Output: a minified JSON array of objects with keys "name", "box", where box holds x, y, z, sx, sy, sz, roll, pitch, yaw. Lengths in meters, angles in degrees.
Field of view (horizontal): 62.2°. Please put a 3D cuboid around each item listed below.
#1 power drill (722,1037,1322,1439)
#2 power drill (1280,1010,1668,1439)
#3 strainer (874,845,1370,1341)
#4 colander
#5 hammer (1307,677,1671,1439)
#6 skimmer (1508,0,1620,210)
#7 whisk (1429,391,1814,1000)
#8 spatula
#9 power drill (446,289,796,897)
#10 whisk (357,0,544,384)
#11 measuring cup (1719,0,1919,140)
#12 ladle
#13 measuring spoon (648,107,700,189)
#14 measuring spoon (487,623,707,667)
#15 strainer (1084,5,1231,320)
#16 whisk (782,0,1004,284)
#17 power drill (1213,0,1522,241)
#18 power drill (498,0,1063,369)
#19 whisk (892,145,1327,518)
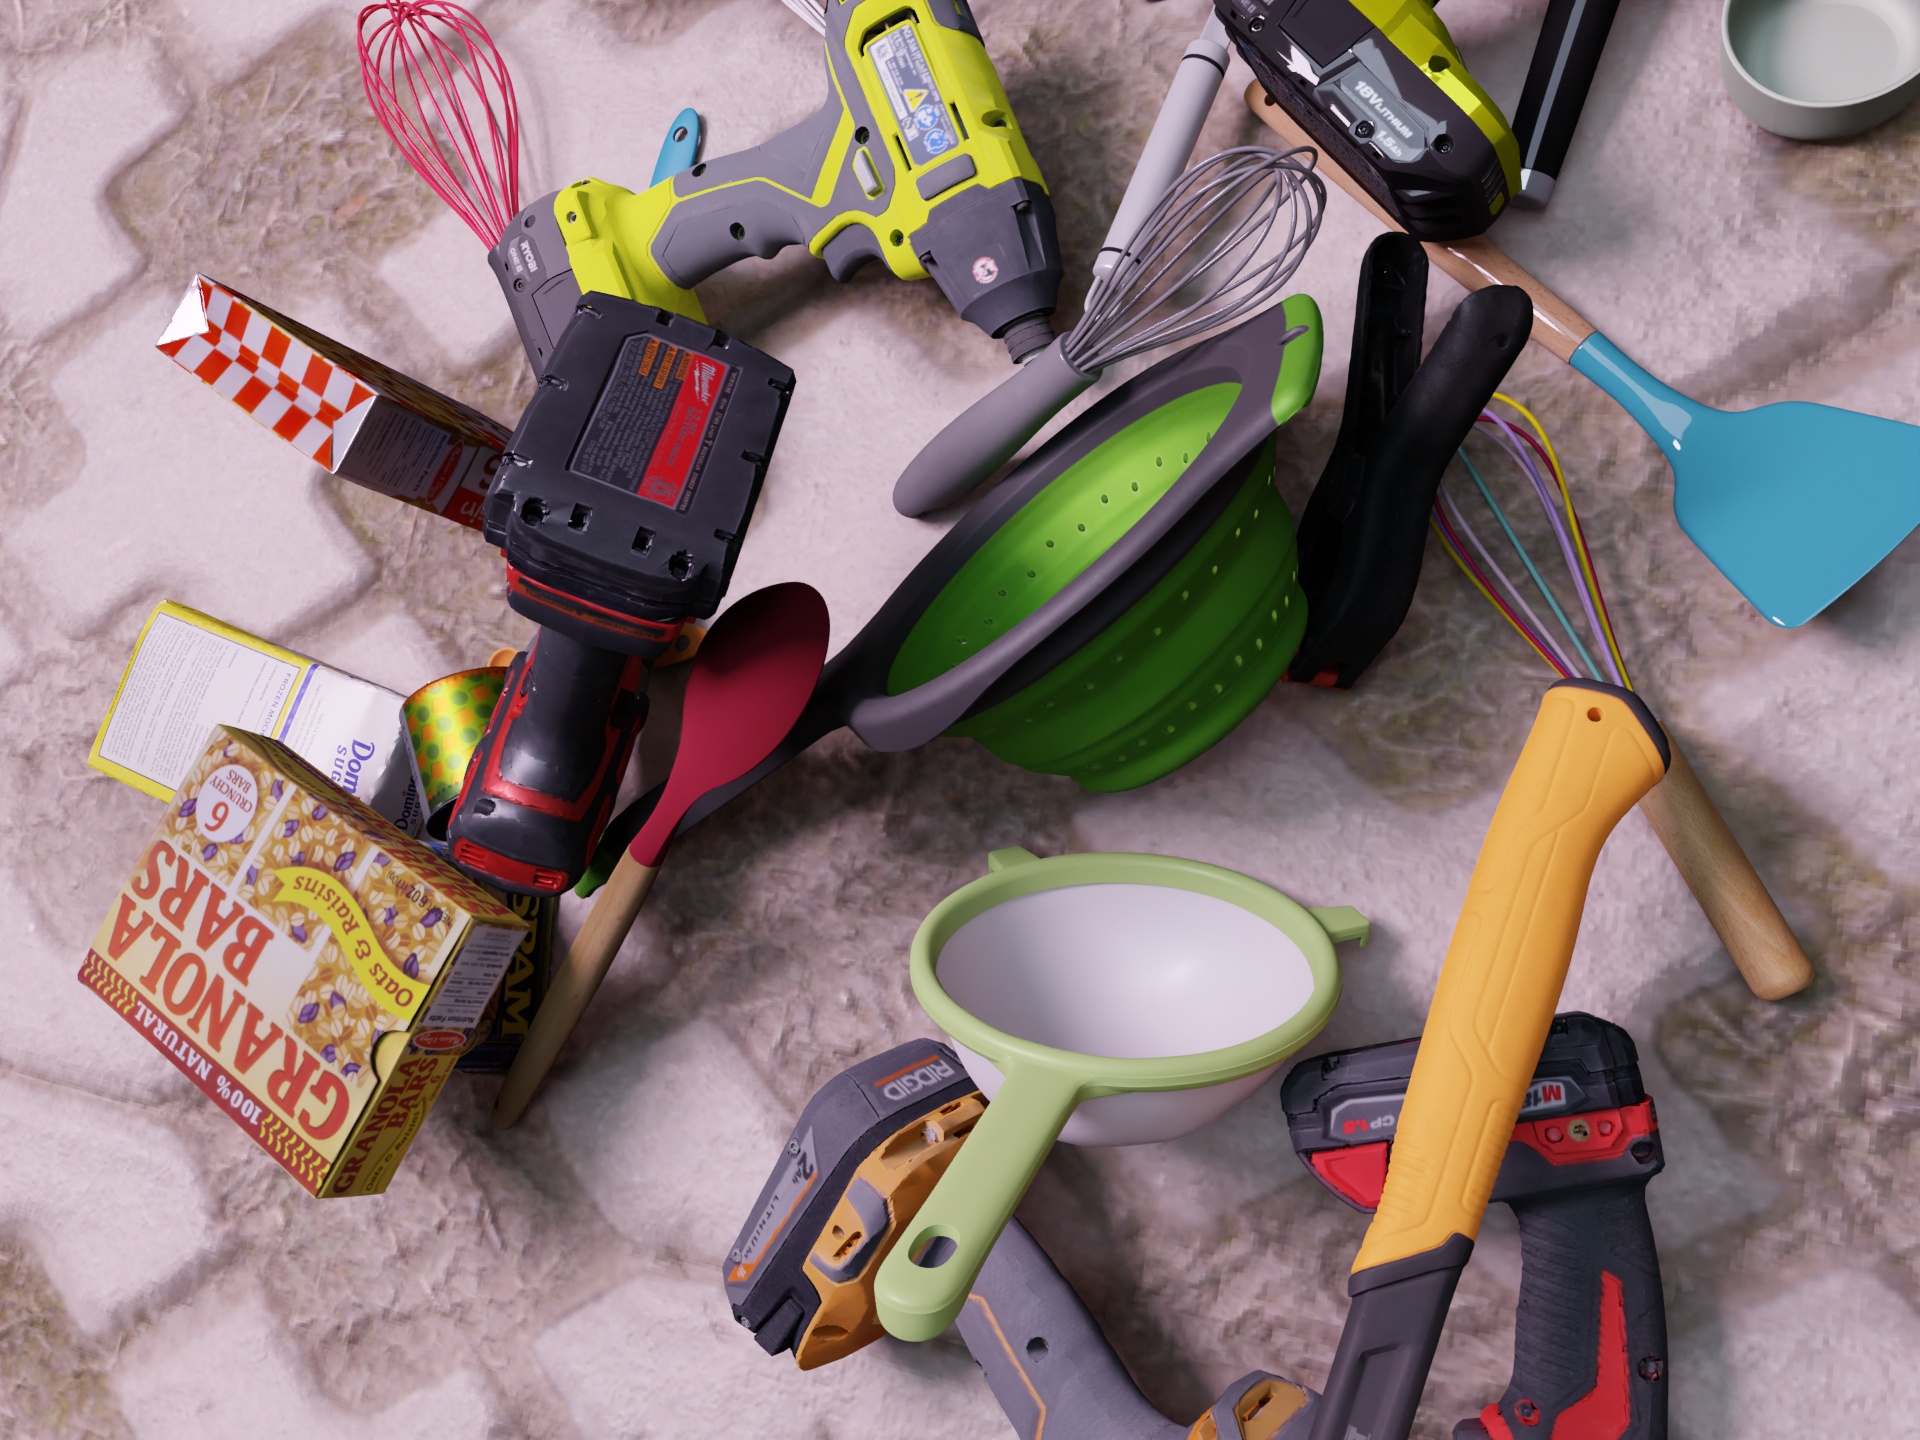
[{"name":"power drill","box":[0.016,0.249,0.559,0.226,0.084,0.185,41,119,26]},{"name":"power drill","box":[0.179,0.214,0.522,0.143,0.078,0.220,-15,77,18]},{"name":"strainer","box":[0.037,0.129,0.526,0.151,0.256,0.069,8,115,22]},{"name":"colander","box":[-0.001,-0.002,0.626,0.397,0.205,0.094,-34,109,29]},{"name":"hammer","box":[0.133,0.136,0.473,0.127,0.034,0.337,19,73,21]},{"name":"skimmer","box":[0.283,-0.374,0.629,0.127,0.090,0.363,19,96,23]},{"name":"whisk","box":[0.231,-0.016,0.567,0.047,0.051,0.245,-28,73,8]},{"name":"spatula","box":[0.217,-0.161,0.601,0.082,0.044,0.318,-48,66,13]},{"name":"power drill","box":[-0.135,-0.056,0.619,0.080,0.226,0.188,20,51,-11]},{"name":"whisk","box":[-0.229,-0.246,0.787,0.073,0.073,0.296,-29,75,13]},{"name":"measuring cup","box":[0.345,-0.288,0.583,0.083,0.038,0.167,34,90,24]},{"name":"ladle","box":[-0.132,0.068,0.628,0.315,0.031,0.069,-57,38,32]},{"name":"measuring spoon","box":[-0.154,-0.242,0.773,0.042,0.021,0.128,15,86,23]},{"name":"measuring spoon","box":[-0.169,-0.030,0.744,0.117,0.011,0.021,-7,72,16]},{"name":"strainer","box":[0.106,-0.279,0.656,0.087,0.050,0.258,22,83,10]},{"name":"whisk","box":[-0.031,-0.295,0.727,0.059,0.057,0.246,-45,67,45]},{"name":"power drill","box":[0.224,-0.286,0.562,0.228,0.080,0.191,-43,70,16]},{"name":"power drill","box":[-0.072,-0.197,0.682,0.223,0.080,0.171,-22,89,21]},{"name":"whisk","box":[0.047,-0.142,0.618,0.239,0.055,0.055,-33,66,44]}]
